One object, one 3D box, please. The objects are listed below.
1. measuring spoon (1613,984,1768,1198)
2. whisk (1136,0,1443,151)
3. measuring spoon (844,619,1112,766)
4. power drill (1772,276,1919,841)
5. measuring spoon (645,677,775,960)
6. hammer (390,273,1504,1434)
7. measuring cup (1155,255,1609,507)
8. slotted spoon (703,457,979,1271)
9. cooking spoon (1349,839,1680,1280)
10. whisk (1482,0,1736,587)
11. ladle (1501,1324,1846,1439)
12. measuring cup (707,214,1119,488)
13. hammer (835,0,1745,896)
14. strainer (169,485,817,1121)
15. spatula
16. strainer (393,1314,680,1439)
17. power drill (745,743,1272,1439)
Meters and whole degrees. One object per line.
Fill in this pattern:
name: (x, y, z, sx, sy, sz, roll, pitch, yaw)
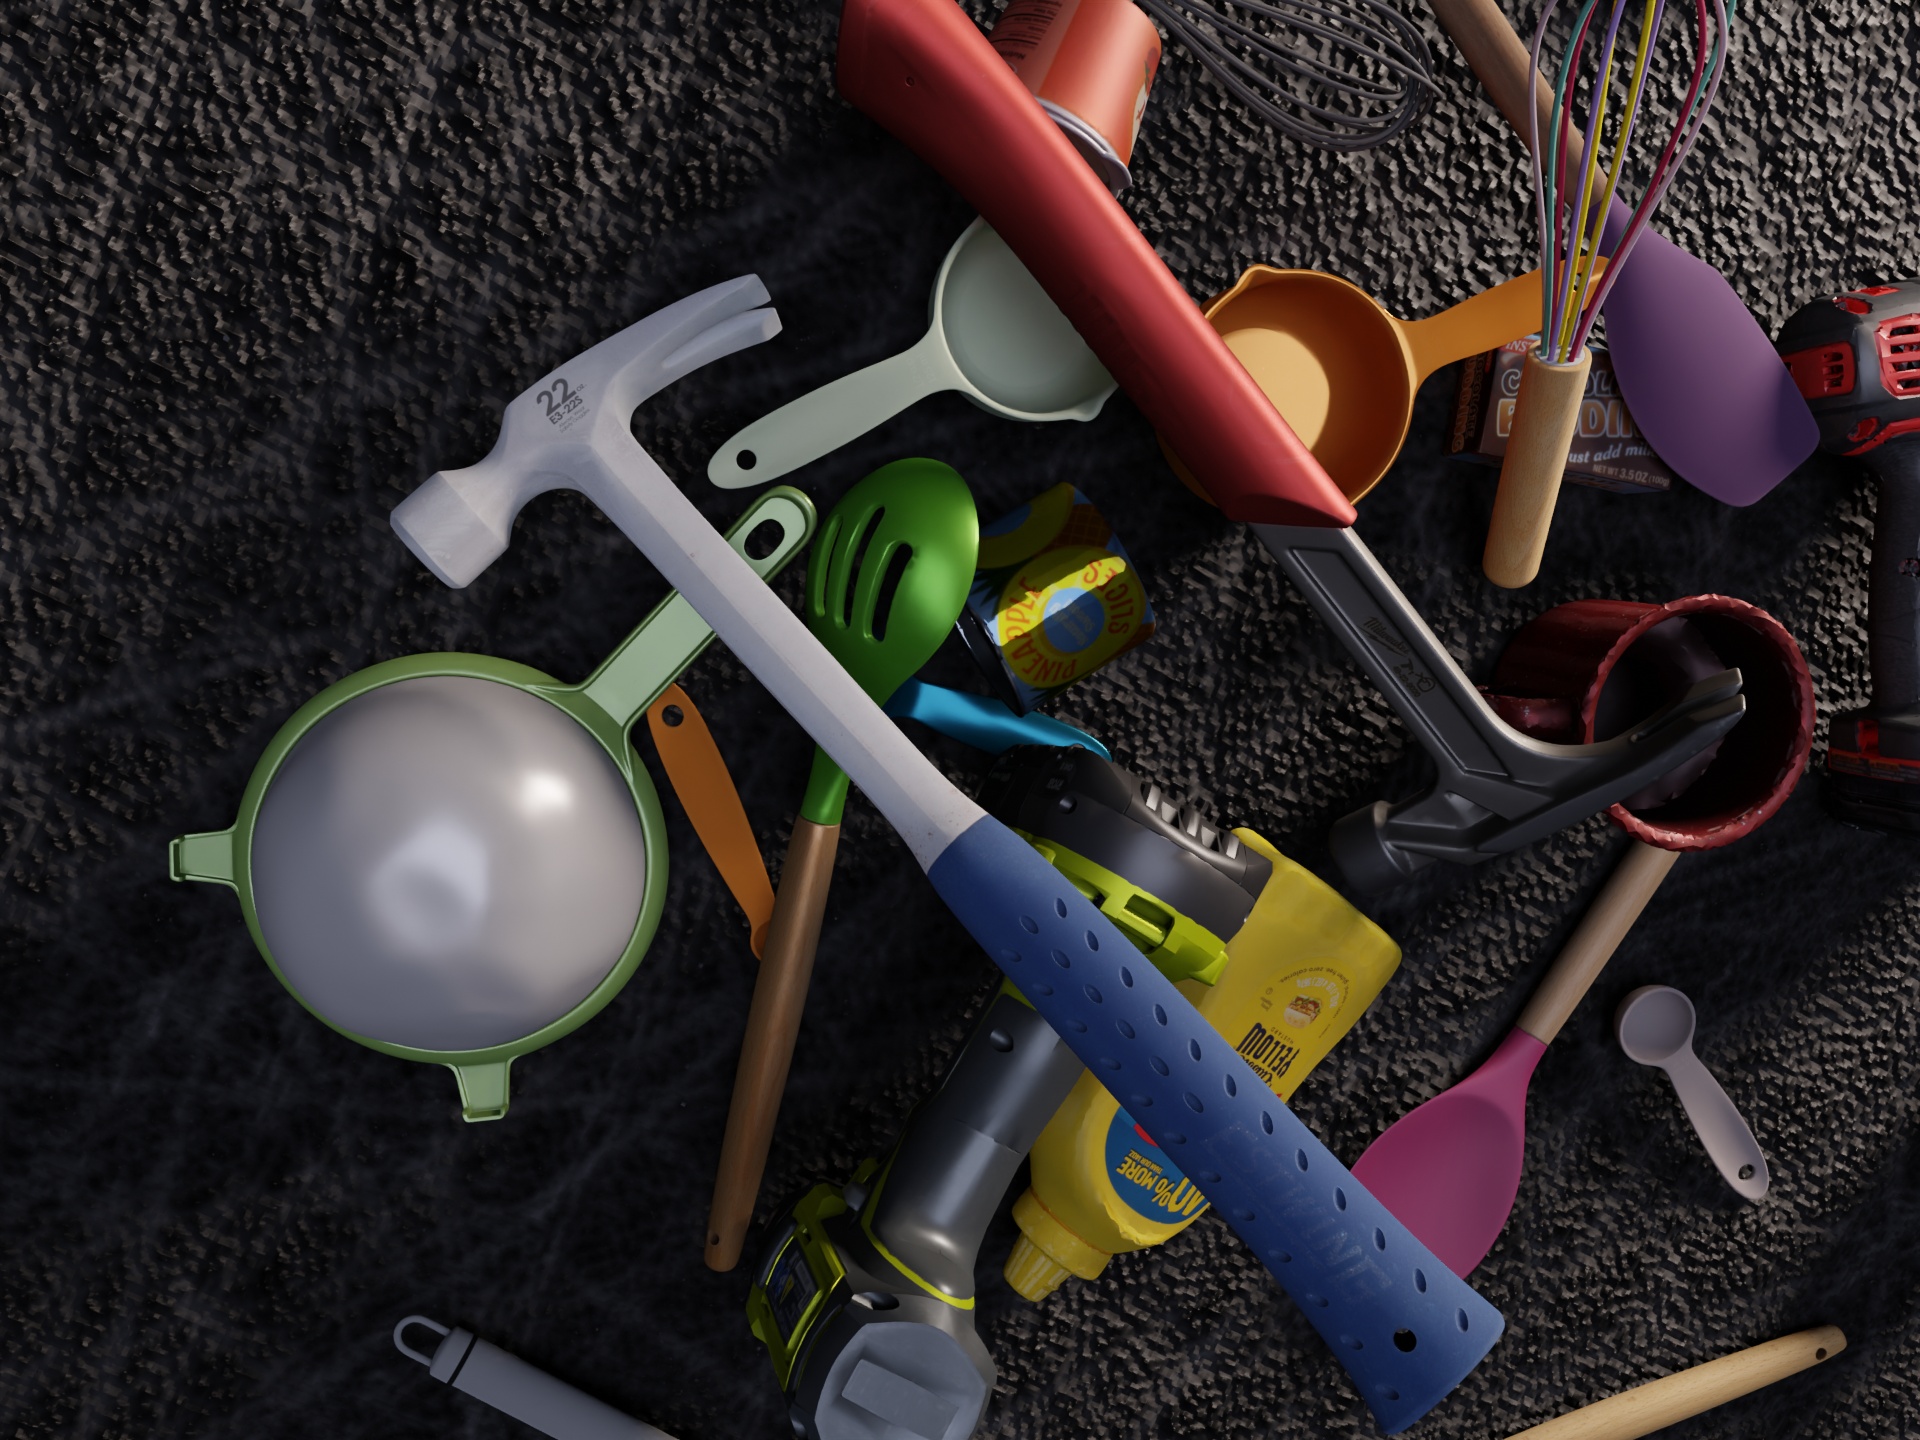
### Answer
measuring spoon: (0.310, 0.158, 0.675, 0.034, 0.018, 0.124, -37, 109, 0)
whisk: (0.061, -0.264, 0.559, 0.239, 0.055, 0.055, 22, 93, -7)
measuring spoon: (-0.001, -0.002, 0.591, 0.128, 0.021, 0.042, 18, 94, -10)
power drill: (0.408, -0.068, 0.630, 0.143, 0.078, 0.219, -12, 97, -9)
measuring spoon: (-0.088, 0.037, 0.590, 0.021, 0.011, 0.117, -24, 97, 2)
hammer: (-0.003, 0.025, 0.472, 0.144, 0.035, 0.406, -42, 72, -4)
measuring cup: (0.152, -0.133, 0.585, 0.173, 0.052, 0.095, -22, 101, -6)
slotted spoon: (-0.054, 0.060, 0.568, 0.031, 0.070, 0.313, -3, 112, -51)
cooking spoon: (0.248, 0.108, 0.652, 0.068, 0.017, 0.319, 33, 91, -6)
whisk: (0.206, -0.144, 0.532, 0.051, 0.047, 0.244, -16, 136, -10)
ladle: (0.237, 0.313, 0.675, 0.315, 0.031, 0.069, -16, 100, -9)
measuring cup: (-0.014, -0.124, 0.567, 0.167, 0.038, 0.083, -27, 101, -3)
hammer: (0.094, -0.100, 0.520, 0.149, 0.037, 0.359, -33, 104, 33)
strainer: (-0.141, 0.016, 0.541, 0.151, 0.069, 0.256, 44, 92, -10)
spatula: (0.212, -0.206, 0.572, 0.060, 0.018, 0.315, -40, 103, 0)
strainer: (-0.098, 0.288, 0.606, 0.258, 0.050, 0.087, 31, 86, -7)
power drill: (0.003, 0.123, 0.545, 0.080, 0.171, 0.223, 32, 83, -12)
